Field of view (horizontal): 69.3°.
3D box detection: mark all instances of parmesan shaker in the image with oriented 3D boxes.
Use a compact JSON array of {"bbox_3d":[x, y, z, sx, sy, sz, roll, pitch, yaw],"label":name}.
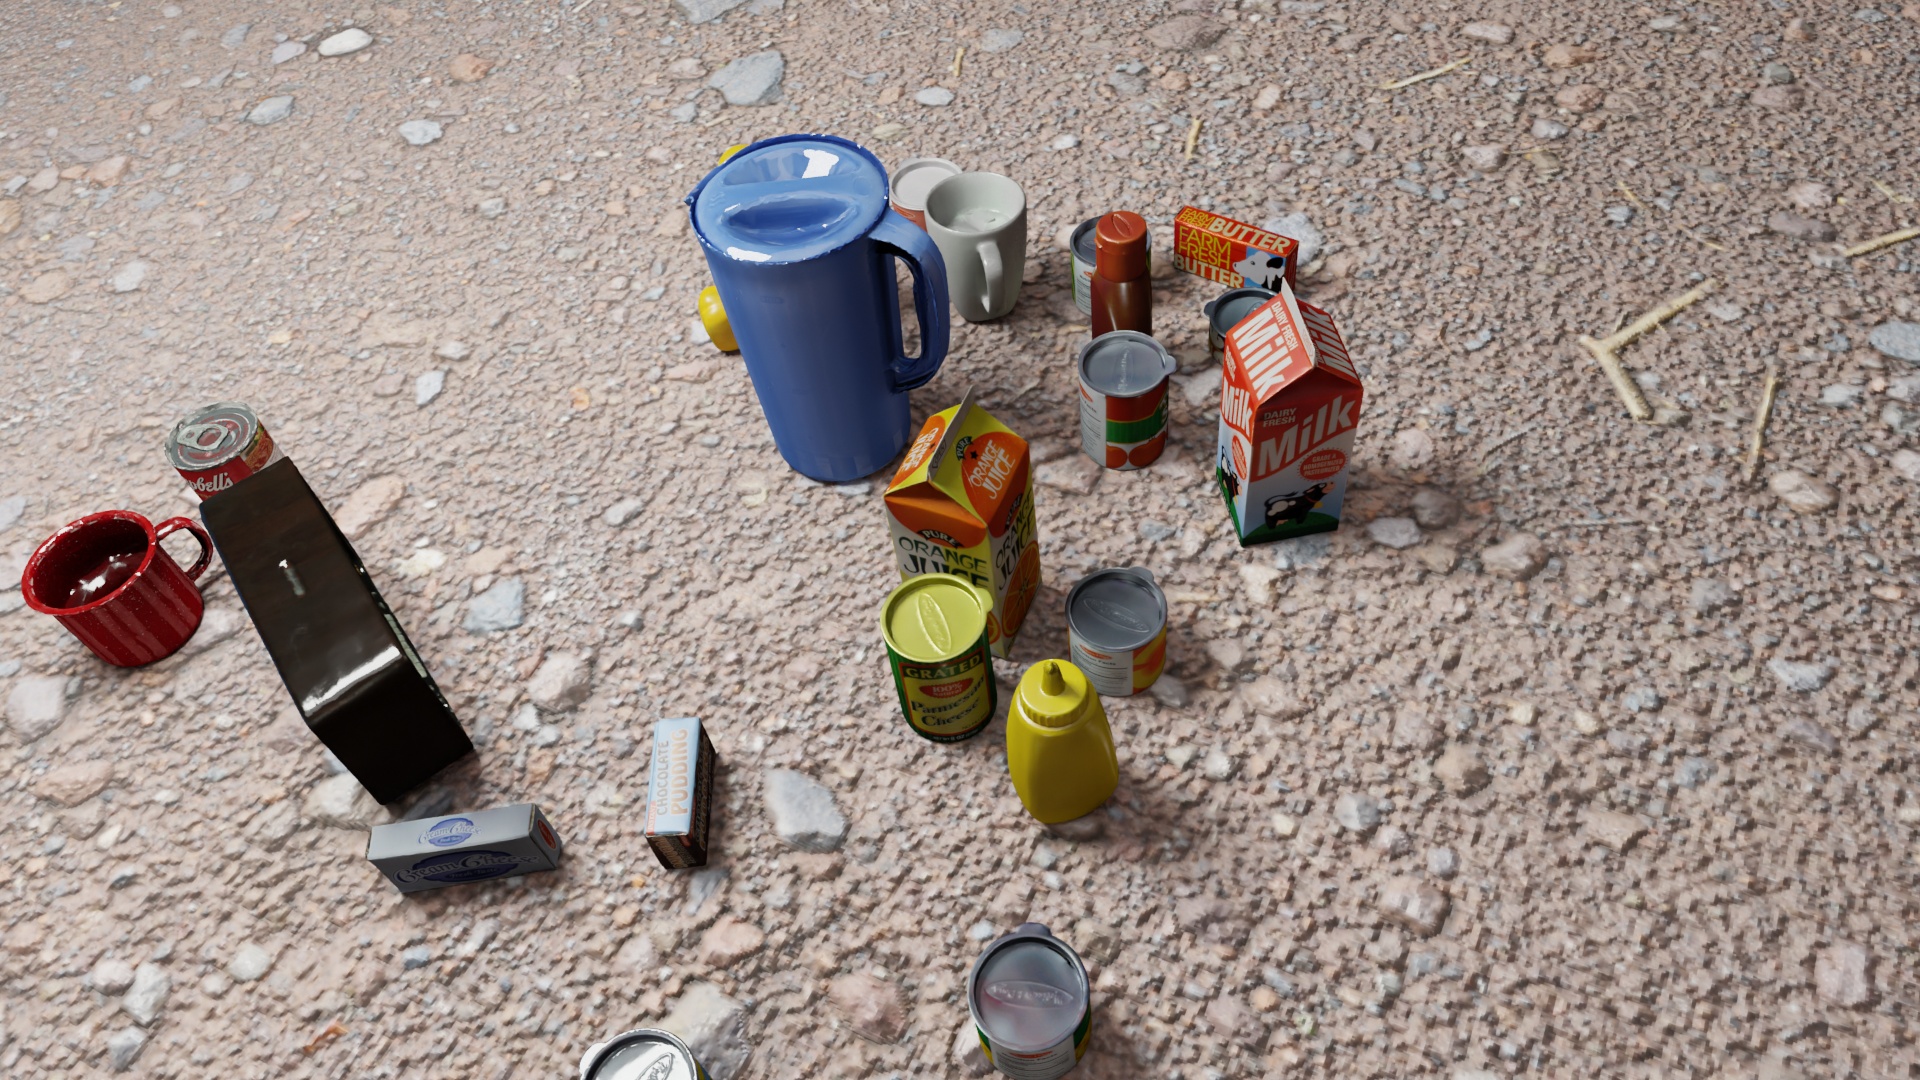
[{"bbox_3d":[-0.009,0.077,0.890,0.071,0.102,0.072,-3,52,4],"label":"parmesan shaker"}]

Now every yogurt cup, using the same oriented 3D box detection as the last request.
[{"bbox_3d":[-0.027,-0.292,1.213,0.072,0.053,0.073,-3,52,4],"label":"yogurt cup"}]

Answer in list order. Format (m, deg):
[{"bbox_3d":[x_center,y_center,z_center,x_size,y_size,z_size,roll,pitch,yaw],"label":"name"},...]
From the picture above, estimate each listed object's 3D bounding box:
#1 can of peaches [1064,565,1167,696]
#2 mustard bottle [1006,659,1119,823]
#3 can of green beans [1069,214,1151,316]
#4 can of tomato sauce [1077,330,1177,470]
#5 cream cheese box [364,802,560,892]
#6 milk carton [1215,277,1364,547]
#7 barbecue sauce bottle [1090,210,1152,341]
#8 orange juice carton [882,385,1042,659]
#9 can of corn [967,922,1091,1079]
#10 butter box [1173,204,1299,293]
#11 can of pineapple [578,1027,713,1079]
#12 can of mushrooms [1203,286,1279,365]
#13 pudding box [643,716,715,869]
[{"bbox_3d":[0.105,0.060,0.919,0.071,0.057,0.071,-3,52,4],"label":"can of peaches"},{"bbox_3d":[0.059,0.111,0.819,0.065,0.159,0.049,-20,53,-8],"label":"mustard bottle"},{"bbox_3d":[0.124,-0.224,1.139,0.071,0.057,0.071,-3,52,4],"label":"can of green beans"},{"bbox_3d":[0.123,-0.103,1.028,0.071,0.082,0.071,-3,52,4],"label":"can of tomato sauce"},{"bbox_3d":[-0.309,0.192,0.867,0.104,0.053,0.024,-9,52,0],"label":"cream cheese box"},{"bbox_3d":[0.219,-0.084,0.933,0.073,0.189,0.073,-10,52,-1],"label":"milk carton"},{"bbox_3d":[0.121,-0.179,1.046,0.044,0.147,0.065,-18,52,-7],"label":"barbecue sauce bottle"},{"bbox_3d":[0.003,-0.011,0.901,0.073,0.191,0.072,16,56,19],"label":"orange juice carton"},{"bbox_3d":[0.040,0.257,0.771,0.071,0.058,0.071,-3,52,4],"label":"can of corn"},{"bbox_3d":[0.224,-0.235,1.138,0.103,0.052,0.024,25,59,24],"label":"butter box"},{"bbox_3d":[-0.170,0.307,0.758,0.071,0.057,0.071,-3,52,4],"label":"can of pineapple"},{"bbox_3d":[0.227,-0.167,1.097,0.071,0.033,0.071,-3,52,4],"label":"can of mushrooms"},{"bbox_3d":[-0.177,0.159,0.880,0.030,0.049,0.084,-5,52,3],"label":"pudding box"}]
